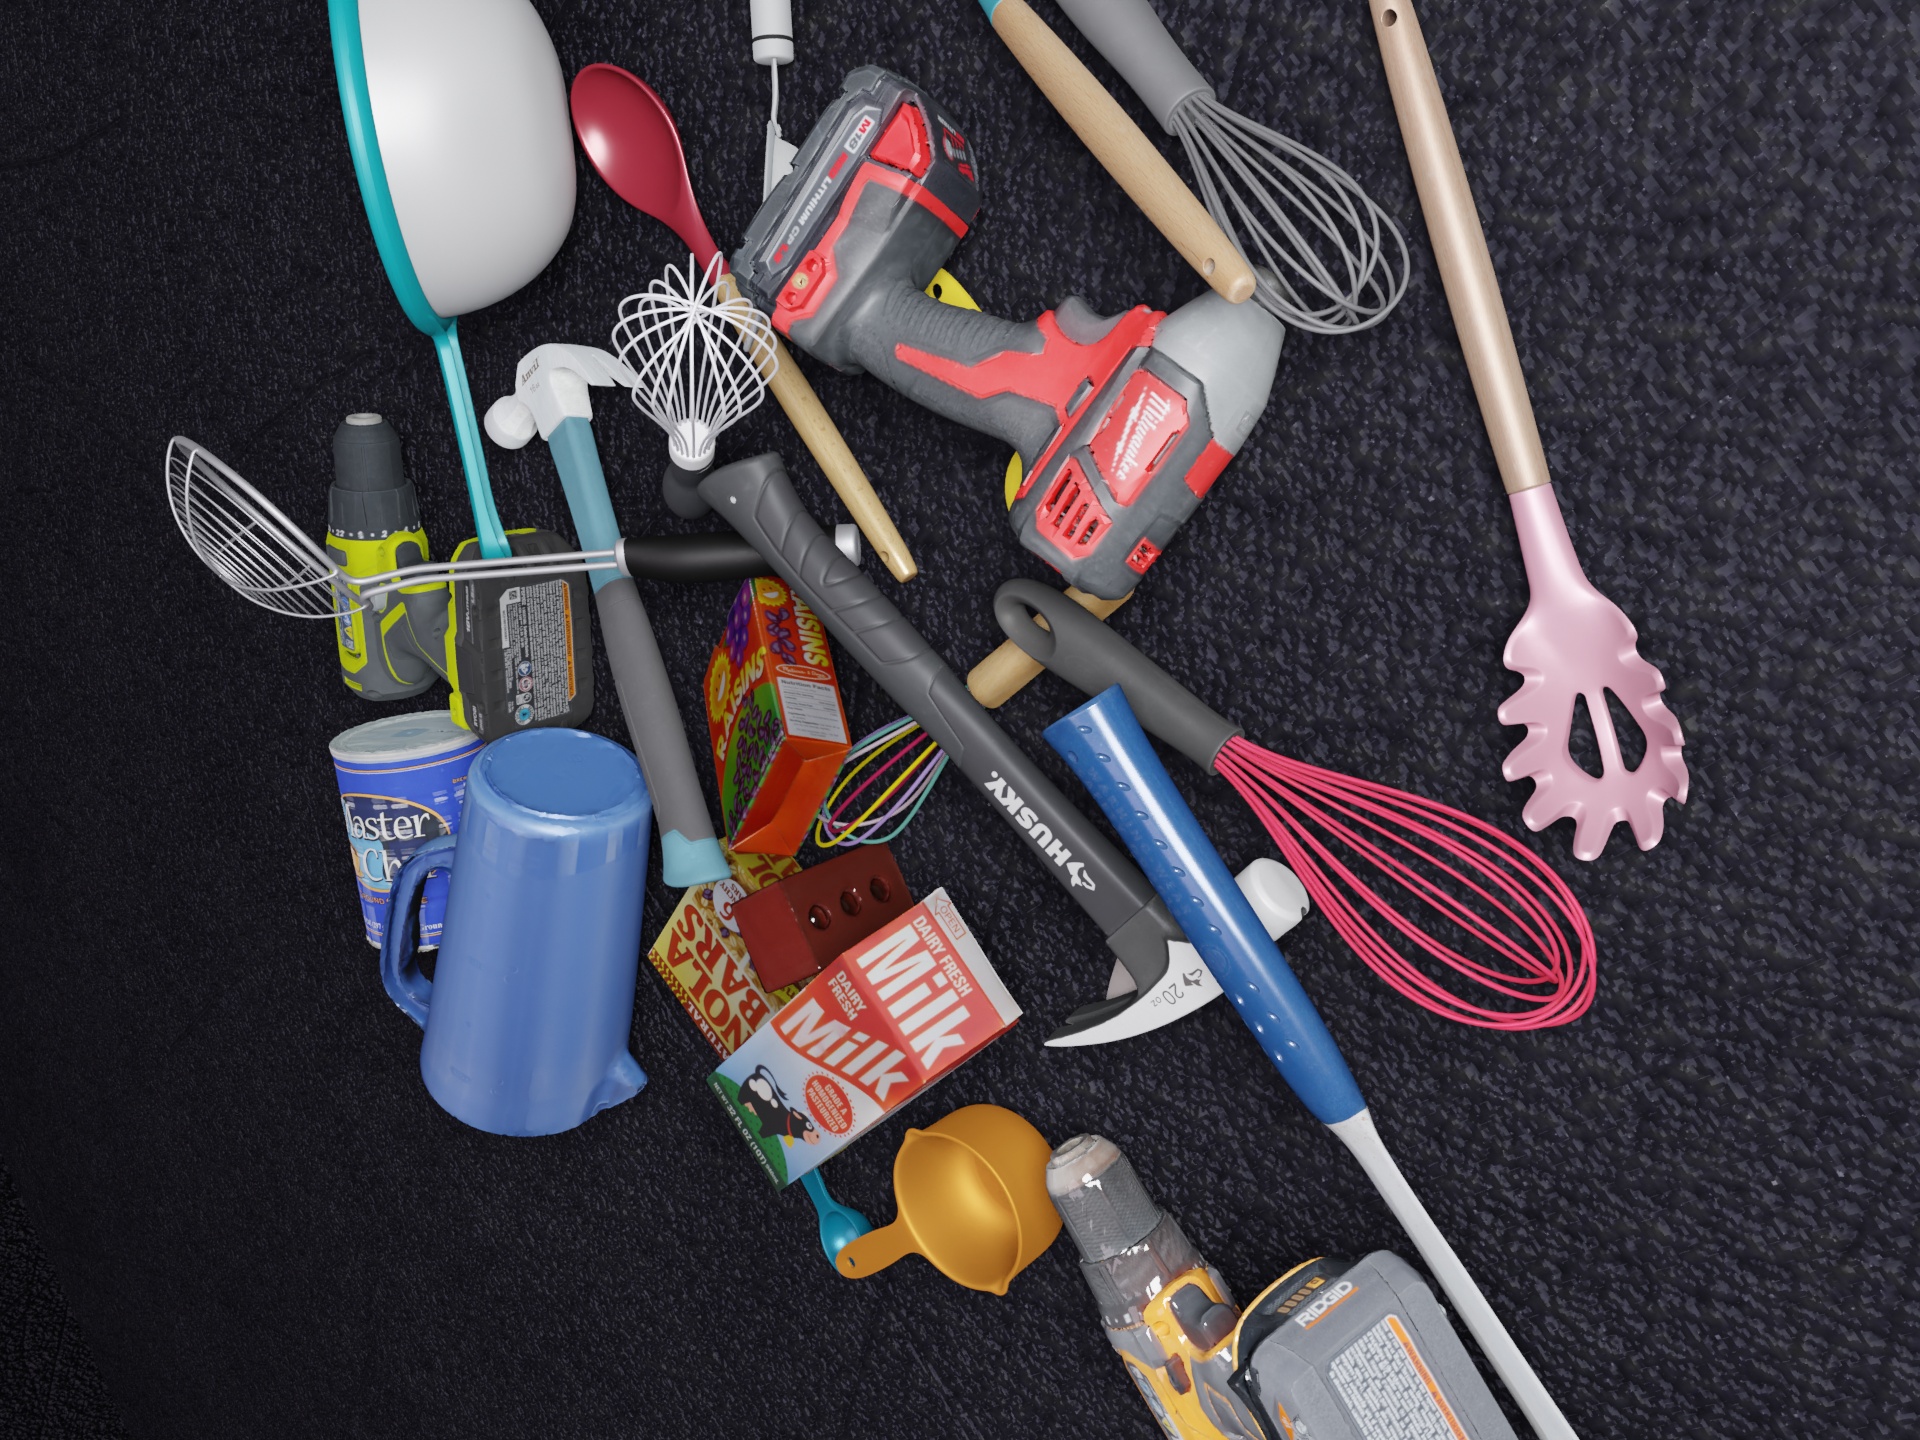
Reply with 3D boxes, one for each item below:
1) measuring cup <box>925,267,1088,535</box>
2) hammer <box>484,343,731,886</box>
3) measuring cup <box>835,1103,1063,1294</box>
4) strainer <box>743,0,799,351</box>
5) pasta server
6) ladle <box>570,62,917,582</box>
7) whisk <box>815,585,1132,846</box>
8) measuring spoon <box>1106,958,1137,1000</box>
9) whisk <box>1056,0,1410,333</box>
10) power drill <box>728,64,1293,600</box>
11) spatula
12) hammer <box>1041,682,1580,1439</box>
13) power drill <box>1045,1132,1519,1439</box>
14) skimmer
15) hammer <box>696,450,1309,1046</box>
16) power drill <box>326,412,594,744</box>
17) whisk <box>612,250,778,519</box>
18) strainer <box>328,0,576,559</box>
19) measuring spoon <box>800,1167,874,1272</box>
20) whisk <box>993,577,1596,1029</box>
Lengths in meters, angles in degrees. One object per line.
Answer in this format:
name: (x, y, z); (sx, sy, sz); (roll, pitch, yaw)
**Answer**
measuring cup: (0.018, -0.142, 0.712); (0.156, 0.029, 0.062); (56, 133, 9)
hammer: (-0.191, -0.062, 0.895); (0.128, 0.033, 0.331); (-31, 73, 44)
measuring cup: (-0.009, 0.267, 0.866); (0.173, 0.052, 0.095); (-42, 75, 44)
strainer: (-0.085, -0.306, 0.745); (0.087, 0.050, 0.258); (-119, 26, -79)
pasta server: (0.192, -0.108, 0.562); (0.060, 0.040, 0.316); (-15, 93, 32)
ladle: (-0.107, -0.203, 0.810); (0.315, 0.031, 0.069); (58, 143, 8)
whisk: (-0.001, -0.001, 0.772); (0.051, 0.047, 0.245); (52, 129, 2)
measuring spoon: (0.084, 0.098, 0.742); (0.034, 0.018, 0.124); (31, 121, 31)
whisk: (0.089, -0.234, 0.603); (0.239, 0.055, 0.055); (58, 134, 20)
power drill: (0.024, -0.166, 0.656); (0.220, 0.078, 0.143); (41, 103, 19)
spatula: (0.021, -0.266, 0.630); (0.318, 0.044, 0.082); (59, 142, 30)
hammer: (0.160, 0.162, 0.625); (0.405, 0.035, 0.144); (57, 154, 3)
power drill: (0.122, 0.264, 0.679); (0.185, 0.084, 0.226); (60, 159, 2)
skimmer: (-0.233, -0.107, 0.830); (0.363, 0.127, 0.090); (-3, 67, 5)
hammer: (-0.004, 0.004, 0.730); (0.335, 0.035, 0.146); (47, 127, 8)
power drill: (-0.336, -0.088, 1.026); (0.229, 0.080, 0.190); (22, 119, 39)
whisk: (-0.127, -0.139, 0.751); (0.070, 0.070, 0.284); (65, 167, 4)
strainer: (-0.246, -0.253, 0.852); (0.211, 0.095, 0.340); (-114, 16, -69)
measuring spoon: (-0.083, 0.273, 0.965); (0.042, 0.021, 0.129); (-49, 61, 42)
whisk: (0.123, 0.024, 0.645); (0.296, 0.073, 0.073); (38, 127, 25)
